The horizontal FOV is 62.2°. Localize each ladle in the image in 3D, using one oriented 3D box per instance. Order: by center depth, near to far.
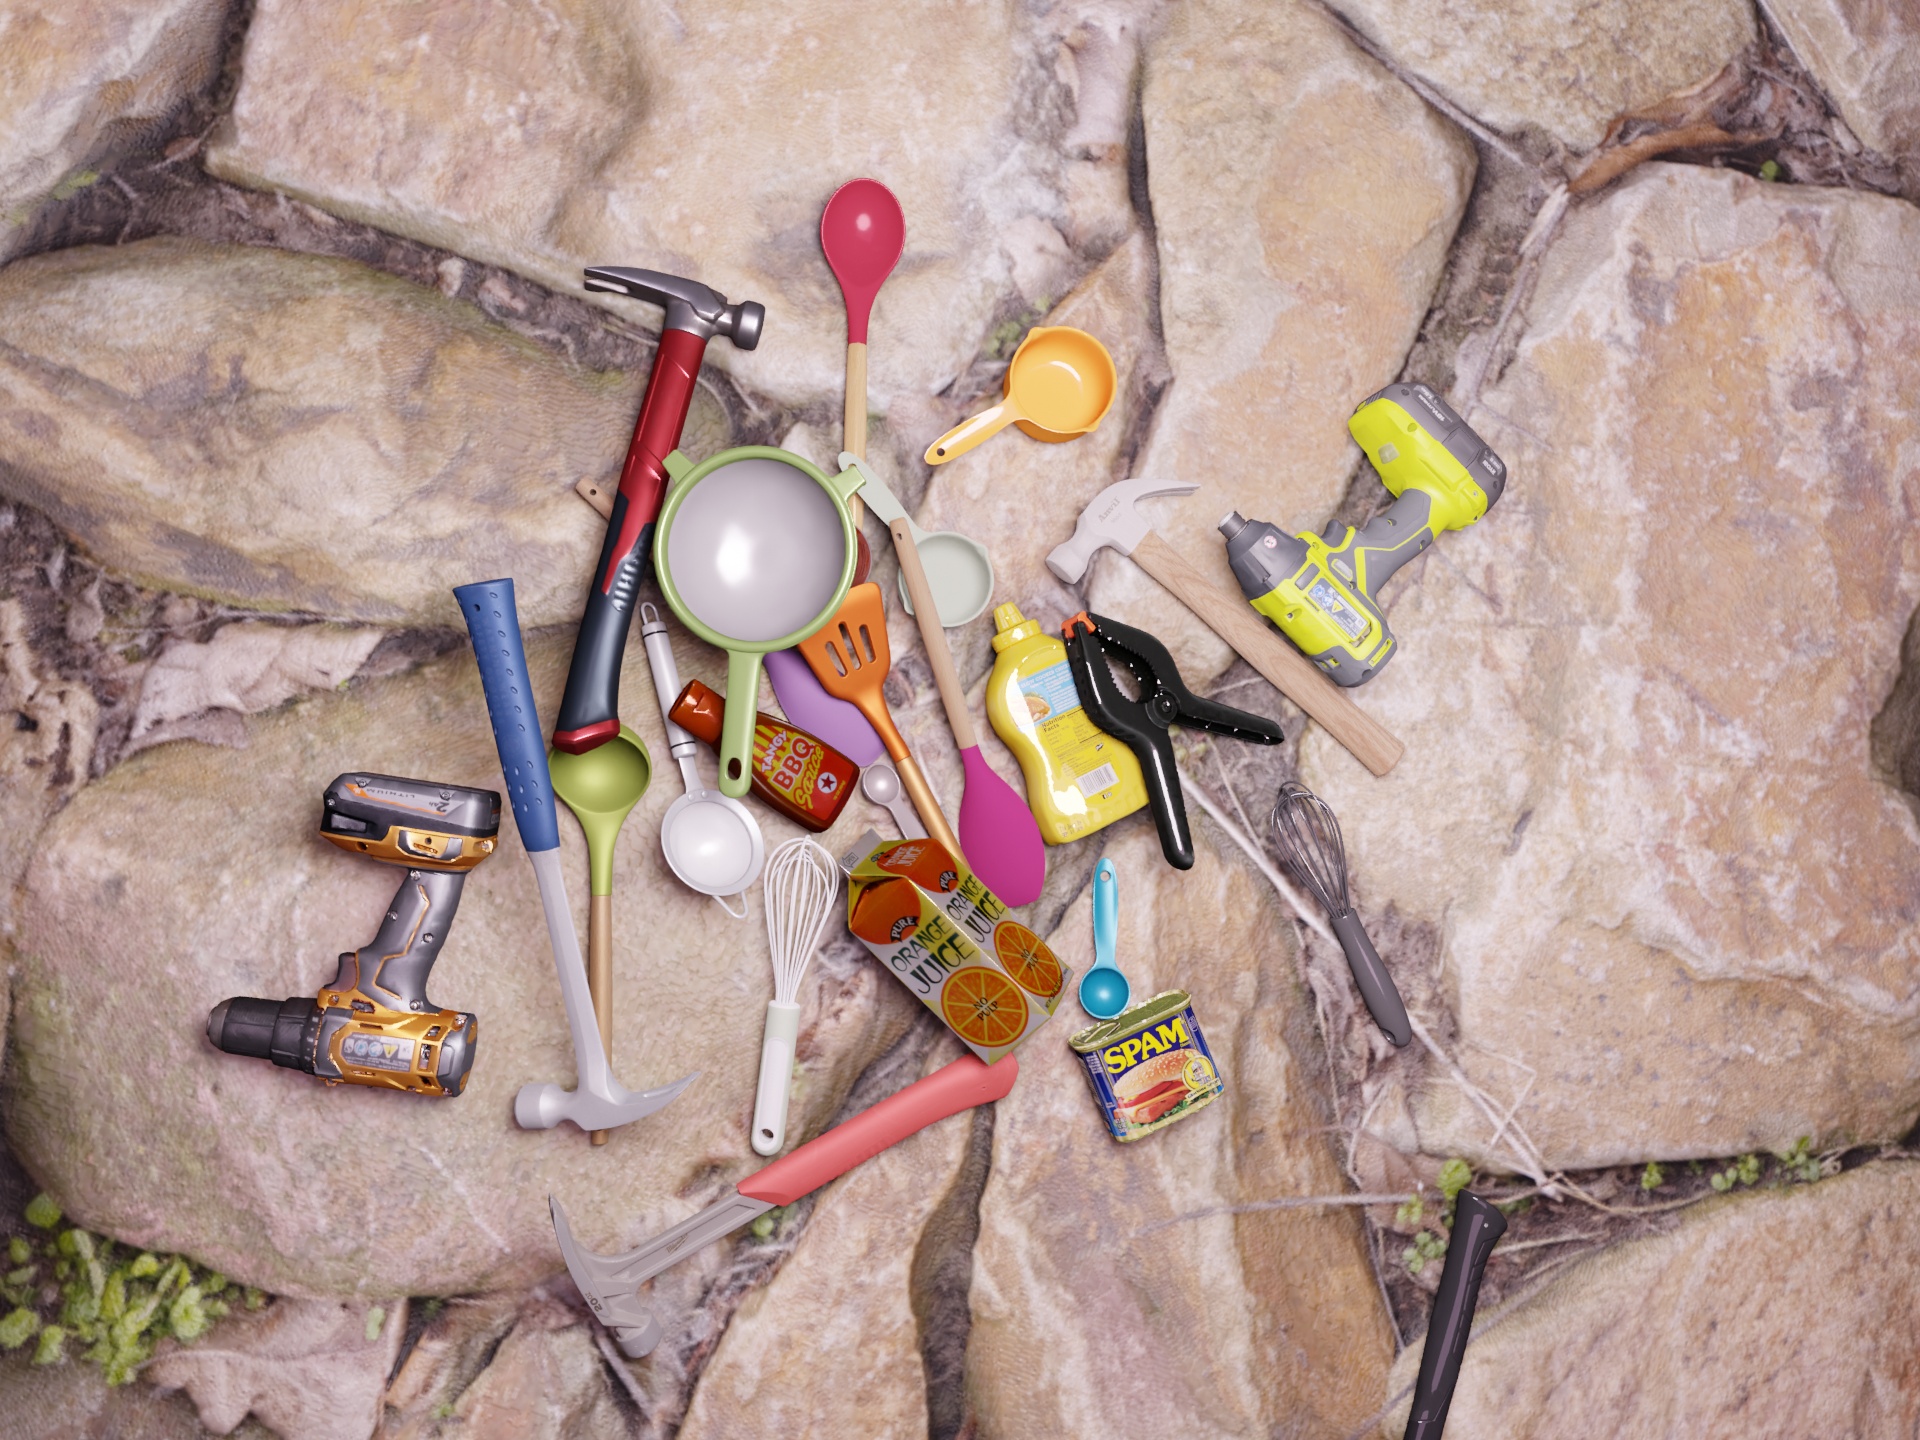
[{"bbox_3d":[-0.271,0.159,1.193,0.078,0.062,0.320,0,88,-6],"label":"ladle"},{"bbox_3d":[-0.082,-0.276,1.276,0.069,0.031,0.315,2,87,-10],"label":"ladle"}]

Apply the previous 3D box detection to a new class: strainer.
[{"bbox_3d":[-0.150,-0.071,1.180,0.151,0.069,0.256,6,92,7],"label":"strainer"},{"bbox_3d":[-0.210,0.031,1.222,0.087,0.050,0.258,-8,79,-40],"label":"strainer"}]

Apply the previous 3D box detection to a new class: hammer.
[{"bbox_3d":[-0.289,0.100,1.130,0.144,0.035,0.405,-6,101,18],"label":"hammer"},{"bbox_3d":[-0.120,0.330,1.194,0.359,0.037,0.149,-27,115,-14],"label":"hammer"},{"bbox_3d":[-0.259,-0.163,1.198,0.143,0.038,0.386,14,72,-7],"label":"hammer"},{"bbox_3d":[0.372,0.544,1.273,0.146,0.035,0.335,18,82,-8],"label":"hammer"},{"bbox_3d":[0.234,-0.074,1.306,0.331,0.031,0.130,40,81,-4],"label":"hammer"}]

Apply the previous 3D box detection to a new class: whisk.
[{"bbox_3d":[-0.133,0.210,1.215,0.058,0.059,0.246,7,89,4],"label":"whisk"},{"bbox_3d":[0.313,0.158,1.291,0.055,0.055,0.239,-26,94,-10],"label":"whisk"}]

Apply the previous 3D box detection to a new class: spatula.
[{"bbox_3d":[-0.032,0.051,1.238,0.081,0.041,0.322,-28,92,-17],"label":"spatula"},{"bbox_3d":[-0.180,-0.078,1.247,0.316,0.018,0.060,43,81,-4],"label":"spatula"}]

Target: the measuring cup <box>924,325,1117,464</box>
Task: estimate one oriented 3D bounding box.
[{"bbox_3d":[0.043,-0.247,1.281,0.173,0.052,0.095,-32,91,-8],"label":"measuring cup"}]

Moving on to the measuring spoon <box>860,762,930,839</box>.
[{"bbox_3d":[-0.042,0.089,1.257,0.034,0.018,0.124,-38,99,-39],"label":"measuring spoon"}]

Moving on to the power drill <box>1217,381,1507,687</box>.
[{"bbox_3d":[0.323,-0.161,1.289,0.171,0.080,0.223,44,73,-6],"label":"power drill"}]

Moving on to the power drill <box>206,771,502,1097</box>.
[{"bbox_3d":[-0.436,0.153,1.157,0.185,0.084,0.226,9,88,-6],"label":"power drill"}]

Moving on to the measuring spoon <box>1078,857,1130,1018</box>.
[{"bbox_3d":[0.114,0.175,1.276,0.042,0.021,0.129,4,75,-8],"label":"measuring spoon"}]

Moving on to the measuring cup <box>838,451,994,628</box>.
[{"bbox_3d":[-0.043,-0.144,1.266,0.083,0.038,0.167,-40,90,-10],"label":"measuring cup"}]

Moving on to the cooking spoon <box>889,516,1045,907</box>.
[{"bbox_3d":[-0.002,-0.004,1.239,0.069,0.017,0.319,-15,96,22],"label":"cooking spoon"}]
